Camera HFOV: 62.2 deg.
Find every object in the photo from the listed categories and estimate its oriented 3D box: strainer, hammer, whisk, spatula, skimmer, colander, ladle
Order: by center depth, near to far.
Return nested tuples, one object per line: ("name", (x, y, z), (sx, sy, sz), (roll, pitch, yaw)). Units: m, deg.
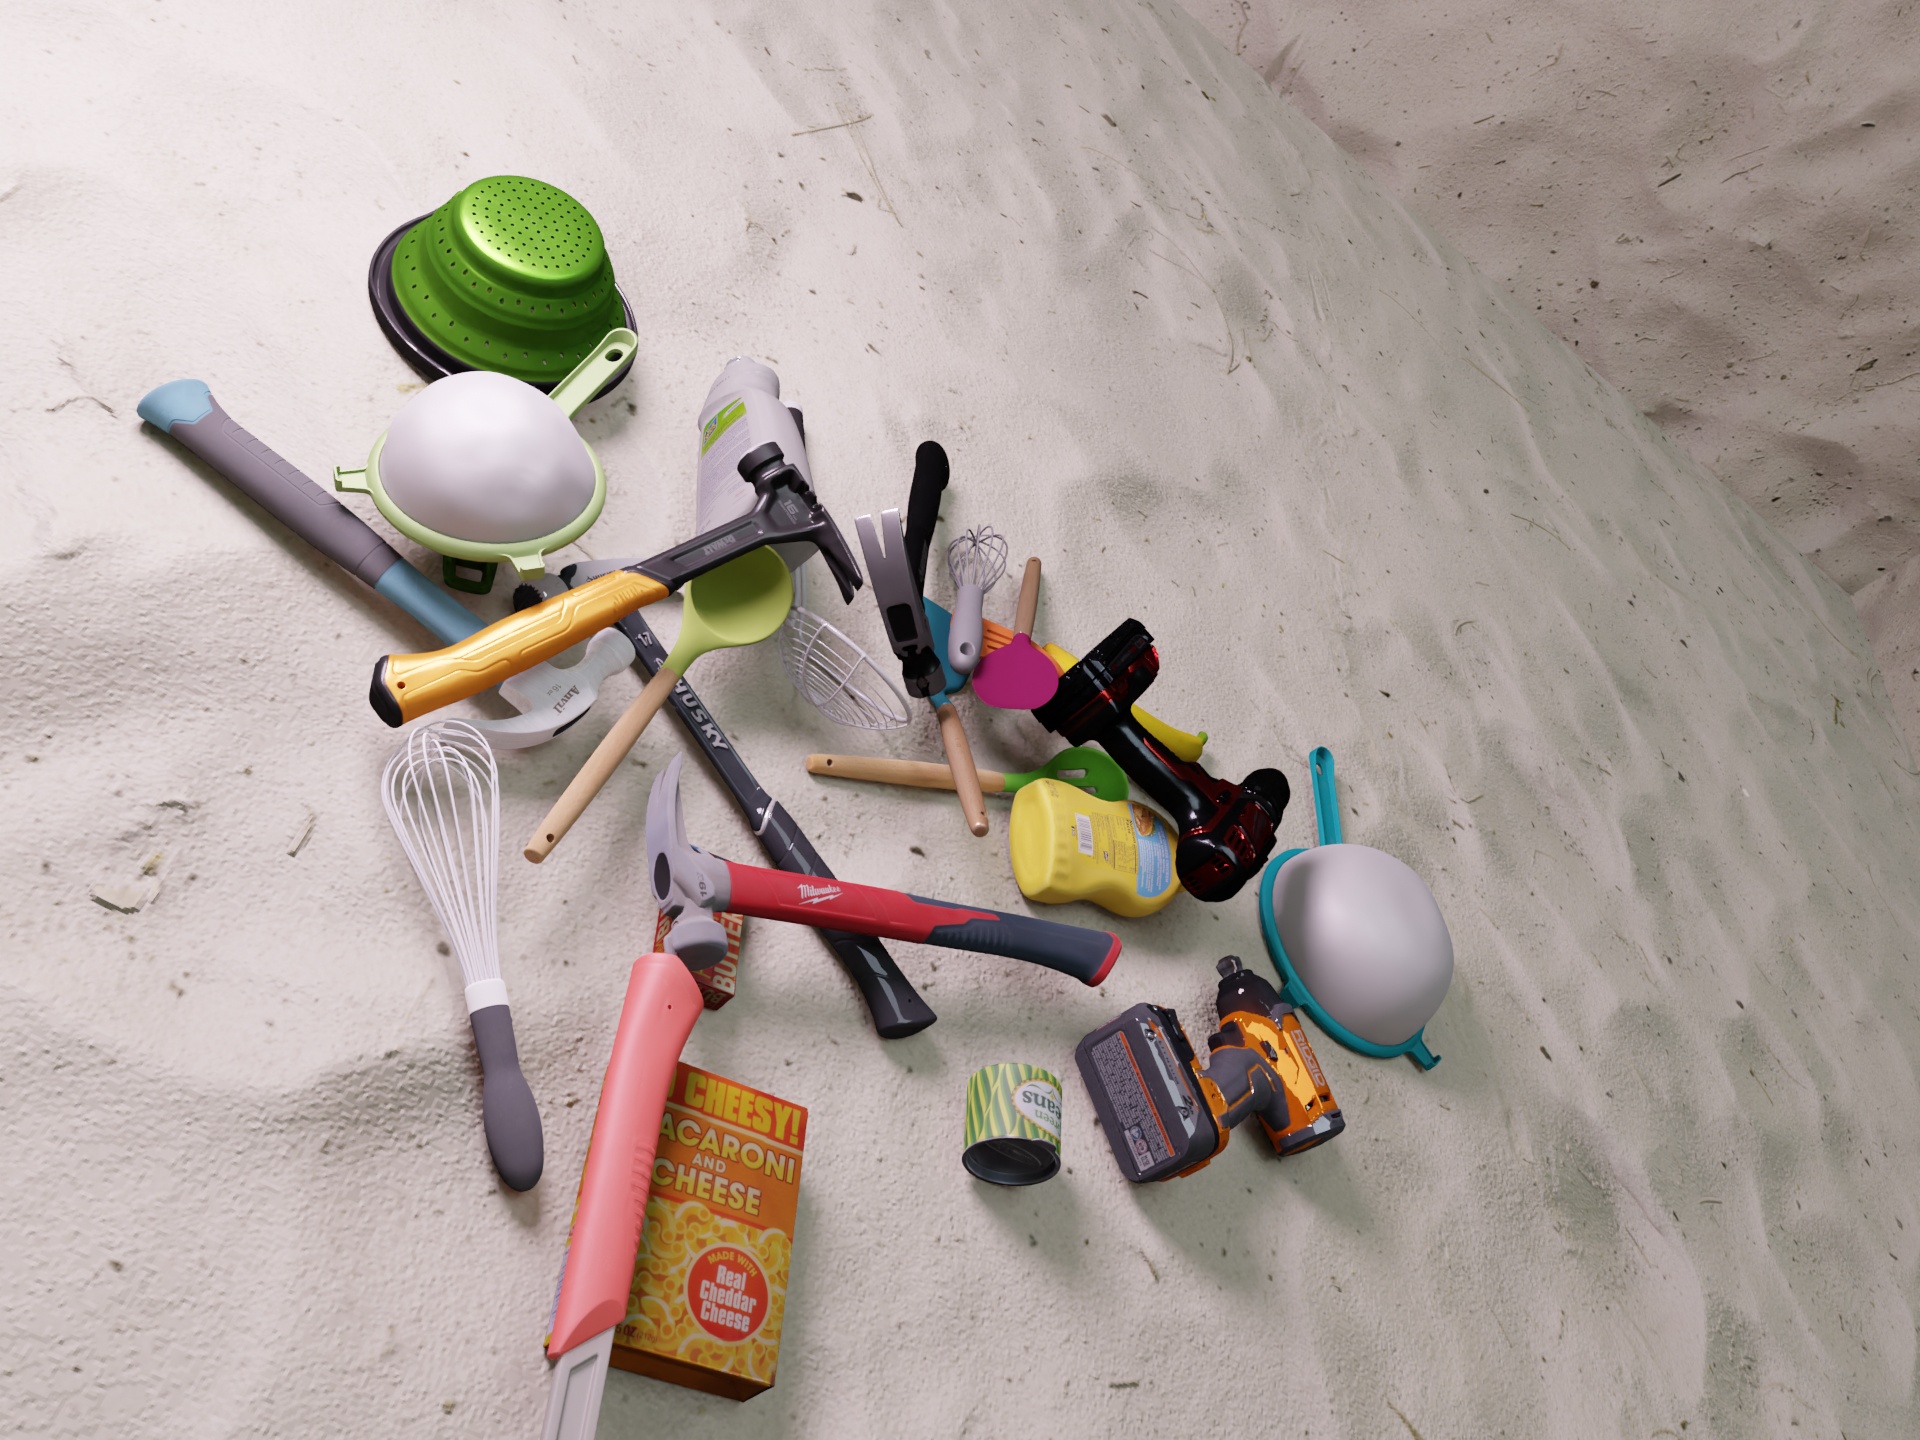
("hammer", (-0.194, 0.278, 0.817), (0.149, 0.036, 0.359), (25, 45, -23))
("whisk", (-0.278, 0.129, 0.914), (0.070, 0.070, 0.285), (1, 62, -43))
("hammer", (-0.375, -0.103, 1.016), (0.331, 0.033, 0.128), (39, 55, -5))
("hammer", (-0.220, -0.074, 1.035), (0.337, 0.034, 0.127), (-30, 82, -33))
("ladle", (-0.198, -0.019, 1.053), (0.078, 0.062, 0.320), (49, 38, -19))
("strainer", (-0.282, -0.210, 1.055), (0.151, 0.069, 0.256), (26, 48, 4))
("hammer", (-0.040, 0.123, 1.104), (0.386, 0.038, 0.143), (15, 47, -37))
("hammer", (-0.146, 0.051, 1.119), (0.409, 0.036, 0.149), (54, 38, 7))
("colander", (-0.327, -0.271, 1.151), (0.204, 0.094, 0.398), (12, 54, -23))
("spatula", (-0.002, -0.004, 1.247), (0.082, 0.044, 0.318), (34, 18, -23))
("skimmer", (-0.102, -0.141, 1.278), (0.127, 0.090, 0.364), (56, 20, -48))
("hammer", (-0.037, -0.162, 1.332), (0.335, 0.035, 0.146), (-84, 160, -59))
("whisk", (0.011, -0.104, 1.355), (0.055, 0.055, 0.239), (35, 29, -17))
("spatula", (0.117, 0.010, 1.394), (0.322, 0.041, 0.081), (42, 22, -20))
("strainer", (0.381, 0.143, 1.487), (0.210, 0.095, 0.341), (26, 45, -25))

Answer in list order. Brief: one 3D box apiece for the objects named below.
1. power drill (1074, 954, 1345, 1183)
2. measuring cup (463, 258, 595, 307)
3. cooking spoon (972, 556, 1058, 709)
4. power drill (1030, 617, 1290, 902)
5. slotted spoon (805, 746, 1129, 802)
("power drill", (0.193, 0.262, 1.224), (0.226, 0.084, 0.164), (4, 55, -47))
("measuring cup", (-0.358, -0.345, 1.269), (0.156, 0.029, 0.062), (-23, 73, -38))
("cooking spoon", (0.055, -0.079, 1.366), (0.069, 0.017, 0.319), (5, 27, 4))
("power drill", (0.182, 0.027, 1.326), (0.227, 0.080, 0.188), (49, 35, 1))
("slotted spoon", (0.011, 0.046, 1.276), (0.313, 0.031, 0.070), (7, 71, -37))
